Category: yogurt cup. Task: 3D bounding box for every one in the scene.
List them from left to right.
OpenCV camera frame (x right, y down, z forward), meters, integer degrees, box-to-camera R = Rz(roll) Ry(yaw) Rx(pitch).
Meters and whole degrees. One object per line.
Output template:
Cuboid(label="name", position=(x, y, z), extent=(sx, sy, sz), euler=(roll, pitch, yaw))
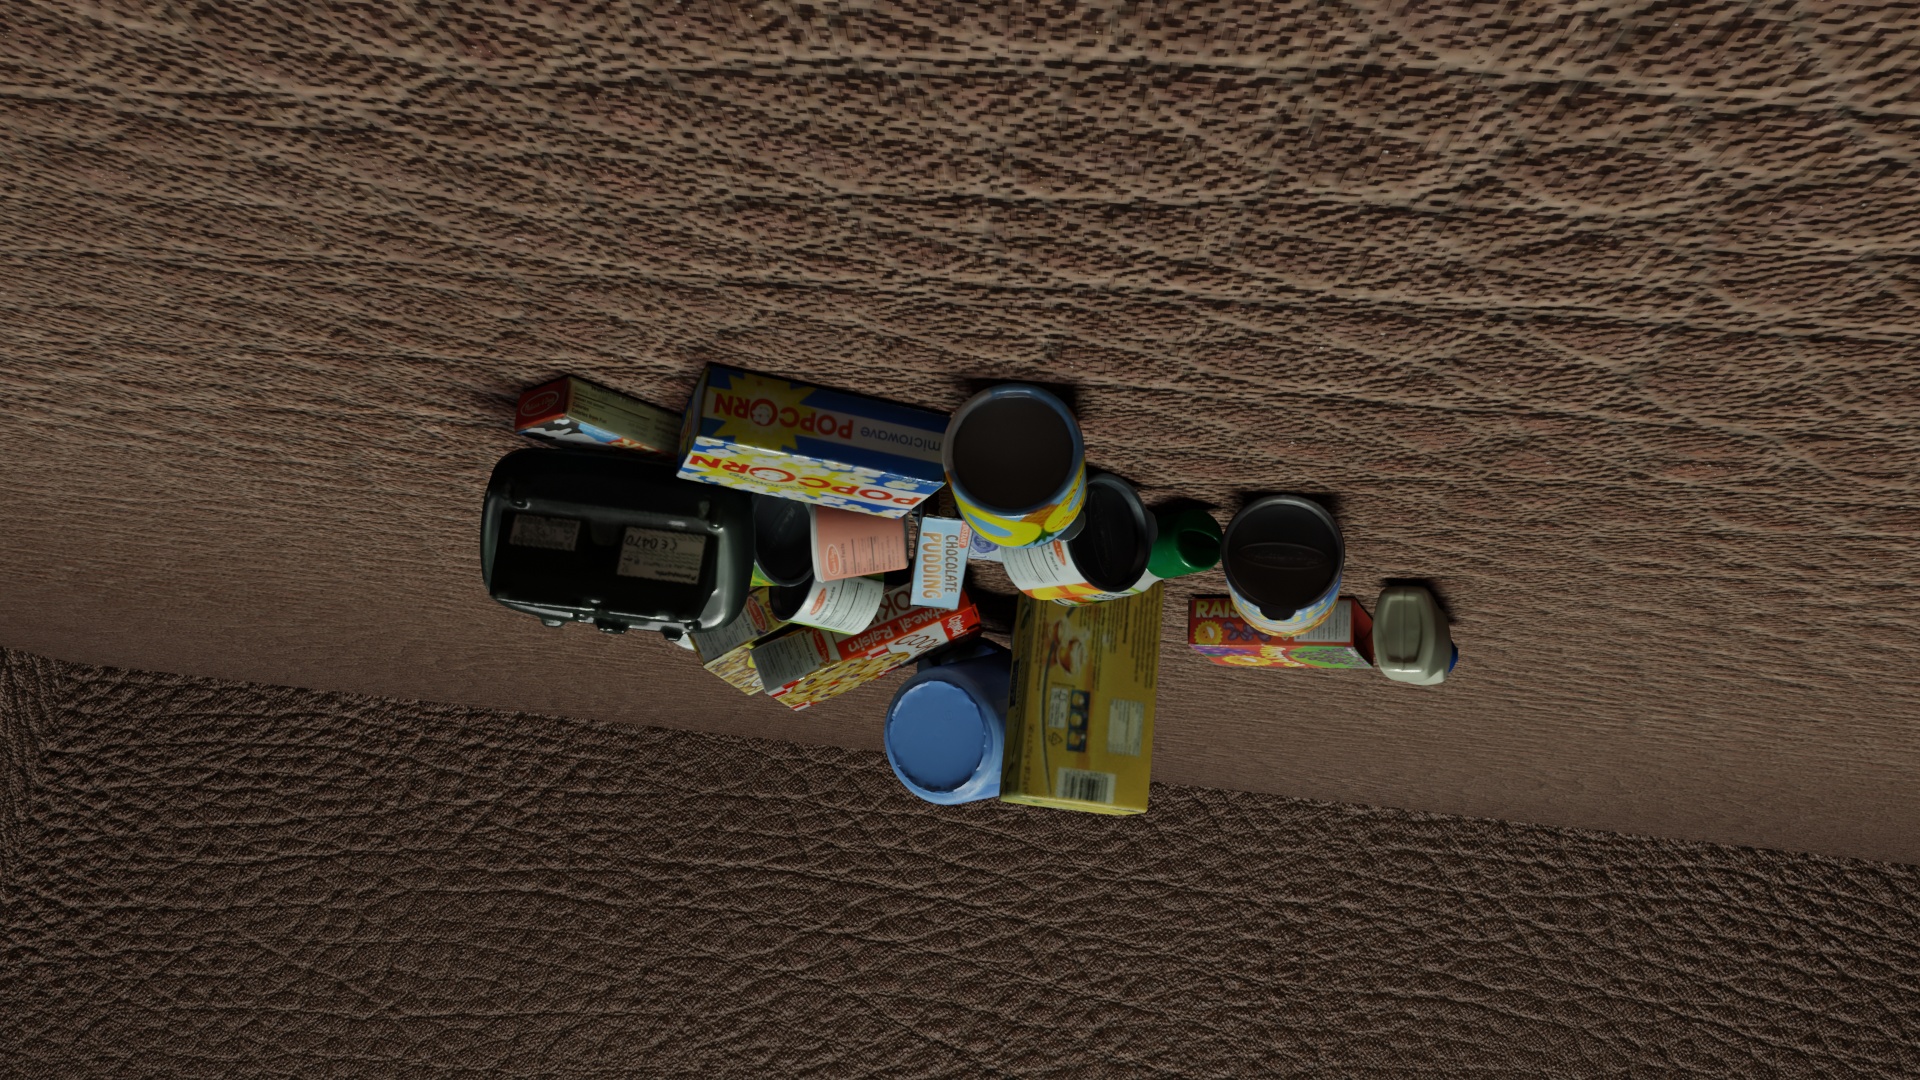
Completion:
Cuboid(label="yogurt cup", position=(-0.058, -0.010, 0.808), extent=(0.054, 0.072, 0.072), euler=(-2, 166, 0))

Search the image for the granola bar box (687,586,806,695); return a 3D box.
Cuboid(label="granola bar box", position=(-0.138, 0.069, 1.108), extent=(0.124, 0.039, 0.165), euler=(-27, 166, -3))

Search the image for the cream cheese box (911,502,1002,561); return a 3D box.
Cuboid(label="cream cheese box", position=(0.003, -0.011, 0.857), extent=(0.053, 0.024, 0.103), euler=(5, 167, 7))

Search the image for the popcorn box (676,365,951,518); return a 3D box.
Cuboid(label="popcorn box", position=(-0.076, -0.047, 0.710), extent=(0.127, 0.038, 0.085), euler=(11, 166, -16))

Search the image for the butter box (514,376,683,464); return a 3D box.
Cuboid(label="butter box", position=(-0.181, -0.058, 0.749), extent=(0.053, 0.024, 0.103), euler=(-8, 161, 44))

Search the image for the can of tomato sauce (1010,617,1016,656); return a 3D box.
Cuboid(label="can of tomato sauce", position=(0.093, 0.078, 1.101), extent=(0.071, 0.071, 0.083), euler=(18, 162, -39))

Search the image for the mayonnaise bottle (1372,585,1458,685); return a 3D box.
Cuboid(label="mayonnaise bottle", position=(0.323, 0.073, 0.978), extent=(0.041, 0.065, 0.148), euler=(-1, 168, 26))

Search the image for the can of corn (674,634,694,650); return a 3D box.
Cuboid(label="can of corn", position=(-0.212, 0.049, 1.128), extent=(0.071, 0.071, 0.058), euler=(8, 163, -5))

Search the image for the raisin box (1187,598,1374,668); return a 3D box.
Cuboid(label="raisin box", position=(0.243, 0.069, 1.048), extent=(0.123, 0.040, 0.086), euler=(-2, 165, 26))

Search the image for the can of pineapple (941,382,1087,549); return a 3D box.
Cuboid(label="can of pineapple", position=(0.028, -0.034, 0.656), extent=(0.071, 0.071, 0.057), euler=(5, 166, 8))

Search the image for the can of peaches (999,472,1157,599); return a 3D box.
Cuboid(label="can of peaches", position=(0.066, -0.001, 0.779), extent=(0.071, 0.071, 0.058), euler=(17, 163, -36))

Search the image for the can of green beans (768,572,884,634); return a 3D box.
Cuboid(label="can of green beans", position=(-0.095, 0.030, 0.985), extent=(0.058, 0.071, 0.071), euler=(15, 164, -33))

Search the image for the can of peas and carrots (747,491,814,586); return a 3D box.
Cuboid(label="can of peas and carrots", position=(-0.128, -0.006, 0.856), extent=(0.058, 0.071, 0.071), euler=(-3, 163, 37))

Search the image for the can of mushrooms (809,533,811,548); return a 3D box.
Cuboid(label="can of mushrooms", position=(-0.083, -0.003, 0.912), extent=(0.071, 0.033, 0.071), euler=(6, 167, 1))

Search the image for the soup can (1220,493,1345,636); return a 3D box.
Cuboid(label="soup can", position=(0.184, 0.019, 0.792), extent=(0.071, 0.071, 0.083), euler=(3, 166, 15))

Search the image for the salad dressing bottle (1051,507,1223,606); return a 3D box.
Cuboid(label="salad dressing bottle", position=(0.103, 0.011, 0.856), extent=(0.064, 0.044, 0.147), euler=(14, 165, -24))

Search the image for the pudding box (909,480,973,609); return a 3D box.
Cuboid(label="pudding box", position=(-0.009, -0.005, 0.774), extent=(0.030, 0.050, 0.083), euler=(7, 141, -3))

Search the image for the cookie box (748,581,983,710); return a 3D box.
Cuboid(label="cookie box", position=(-0.068, 0.079, 1.078), extent=(0.167, 0.040, 0.122), euler=(-22, 166, -2))
